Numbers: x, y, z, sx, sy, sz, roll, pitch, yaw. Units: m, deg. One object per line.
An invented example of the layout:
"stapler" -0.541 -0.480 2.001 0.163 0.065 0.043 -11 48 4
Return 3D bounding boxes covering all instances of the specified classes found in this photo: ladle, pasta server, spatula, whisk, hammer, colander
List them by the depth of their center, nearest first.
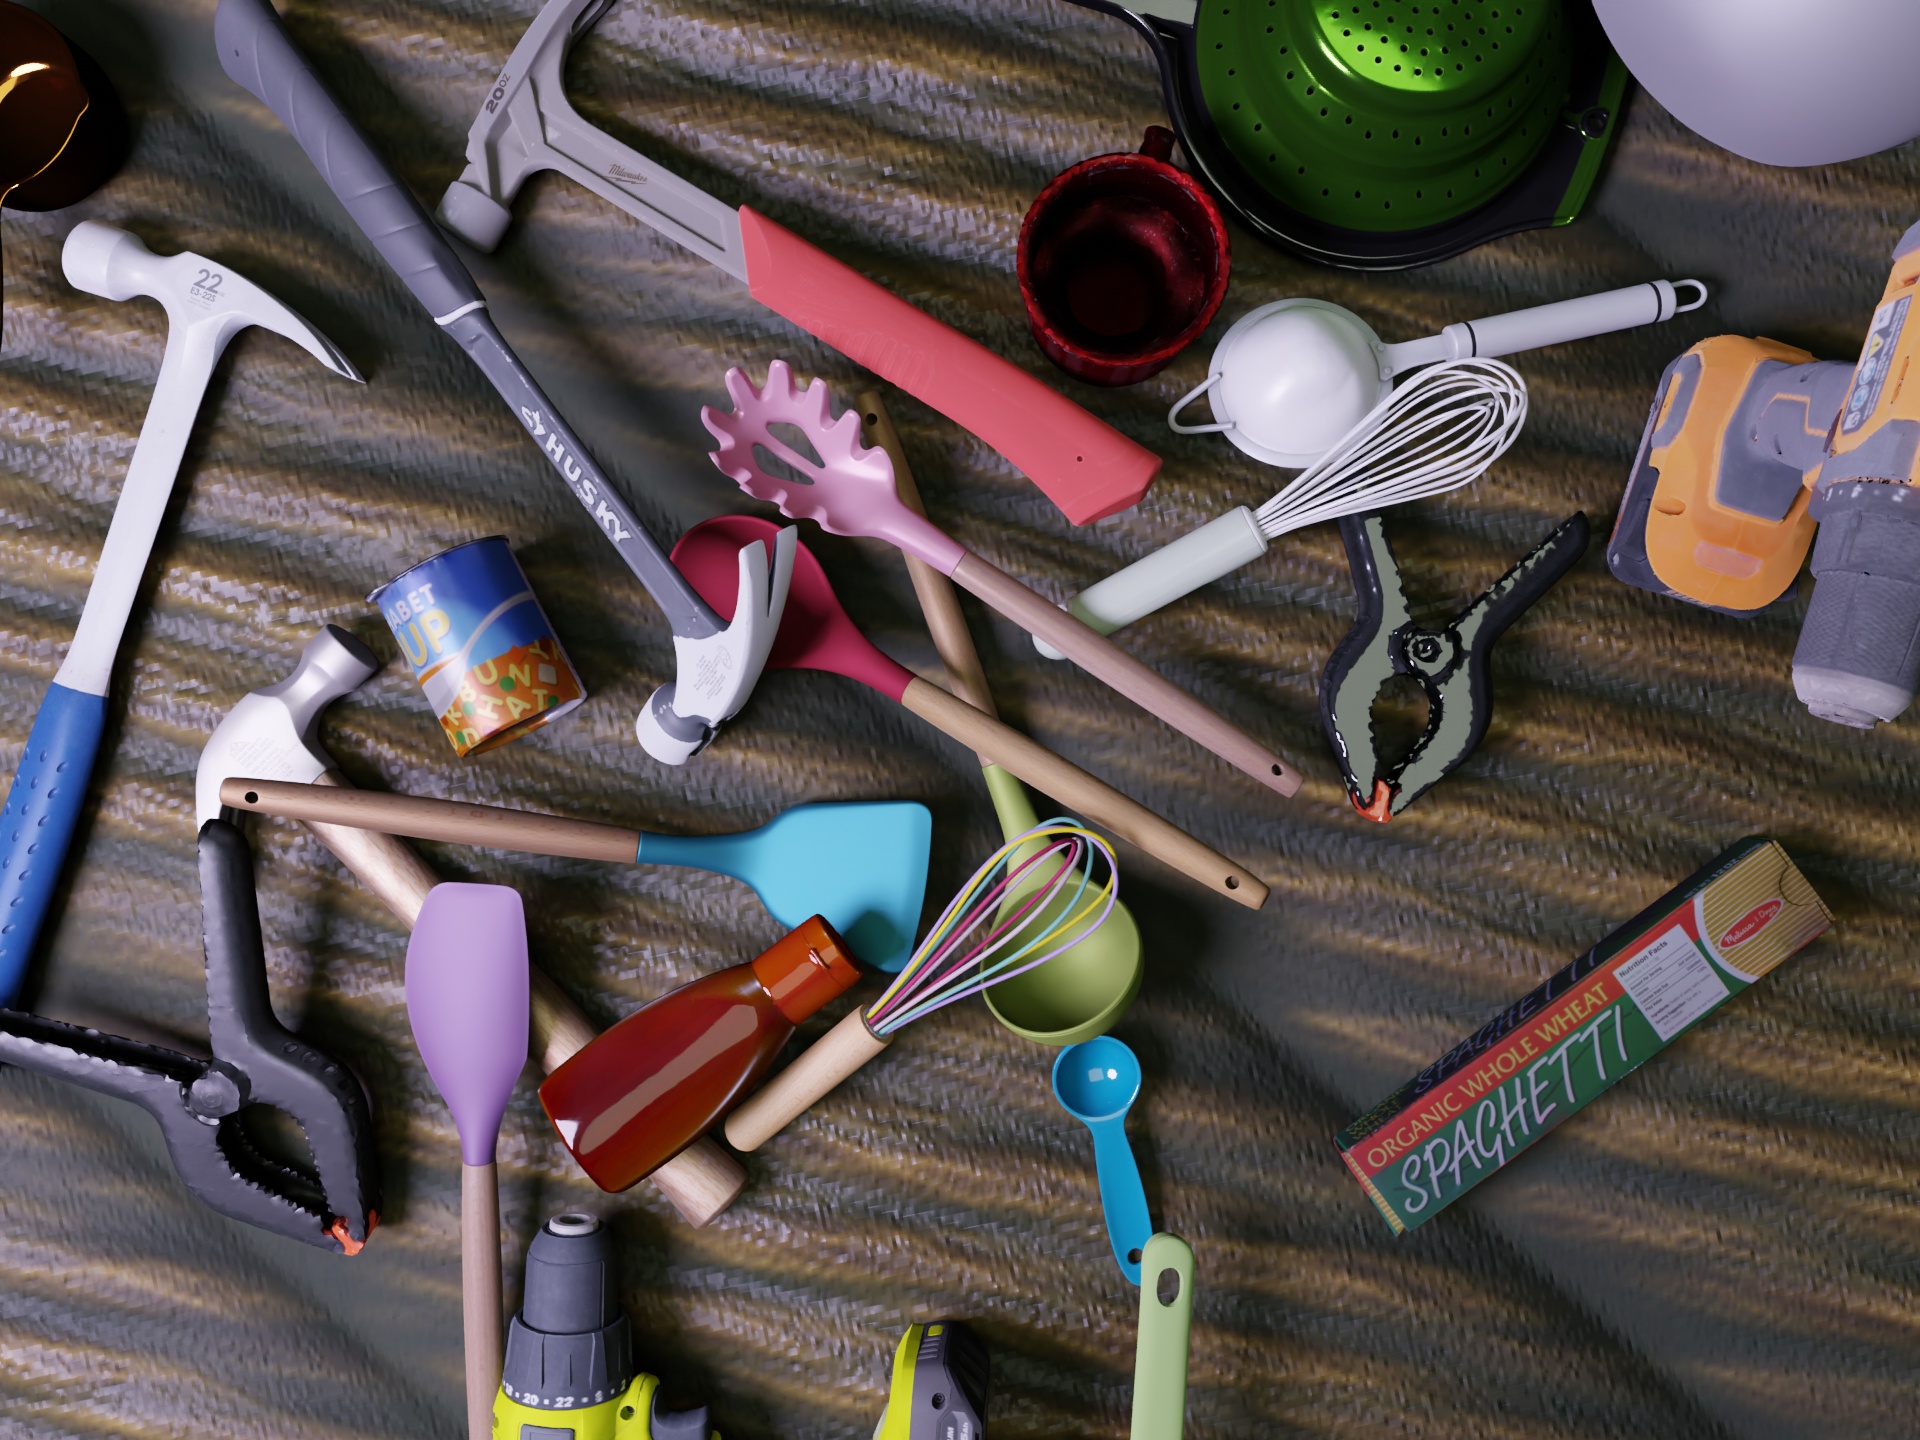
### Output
"ladle" -0.001 -0.002 0.713 0.315 0.031 0.069 31 101 17
"whisk" -0.026 0.121 0.713 0.245 0.047 0.051 -42 57 23
"colander" 0.119 -0.339 0.715 0.397 0.094 0.204 17 91 1
"pasta server" 0.023 -0.057 0.718 0.316 0.040 0.060 34 84 0
"whisk" 0.141 -0.091 0.725 0.246 0.058 0.059 -28 126 15
"hammer" -0.216 -0.175 0.725 0.036 0.149 0.409 -32 82 -42
"spatula" -0.174 0.055 0.731 0.317 0.044 0.082 9 95 -12
"hammer" -0.062 -0.207 0.737 0.359 0.036 0.149 32 91 6
"ladle" 0.006 -0.005 0.740 0.078 0.062 0.320 -20 87 11
"spatula" -0.226 0.229 0.743 0.060 0.018 0.316 2 99 7
"hammer" -0.229 0.115 0.756 0.130 0.031 0.331 -45 90 1
"hammer" -0.410 -0.023 0.757 0.144 0.035 0.405 19 91 1

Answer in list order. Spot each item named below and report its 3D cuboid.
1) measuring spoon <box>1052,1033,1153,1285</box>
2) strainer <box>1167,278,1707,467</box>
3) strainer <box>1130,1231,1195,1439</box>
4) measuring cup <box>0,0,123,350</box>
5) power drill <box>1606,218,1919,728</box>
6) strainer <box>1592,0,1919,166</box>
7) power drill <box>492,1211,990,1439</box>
"measuring spoon" 0.073 0.208 0.761 0.042 0.021 0.128 -12 99 0
"strainer" 0.225 -0.176 0.743 0.258 0.050 0.087 -13 76 -2
"strainer" 0.082 0.362 0.734 0.151 0.069 0.256 5 85 -5
"measuring cup" -0.445 -0.243 0.750 0.095 0.052 0.173 3 92 1
"power drill" 0.345 -0.089 0.645 0.084 0.226 0.185 17 91 1
"strainer" 0.348 -0.250 0.624 0.095 0.210 0.341 -39 63 22
"power drill" -0.103 0.330 0.733 0.228 0.080 0.190 3 91 4
